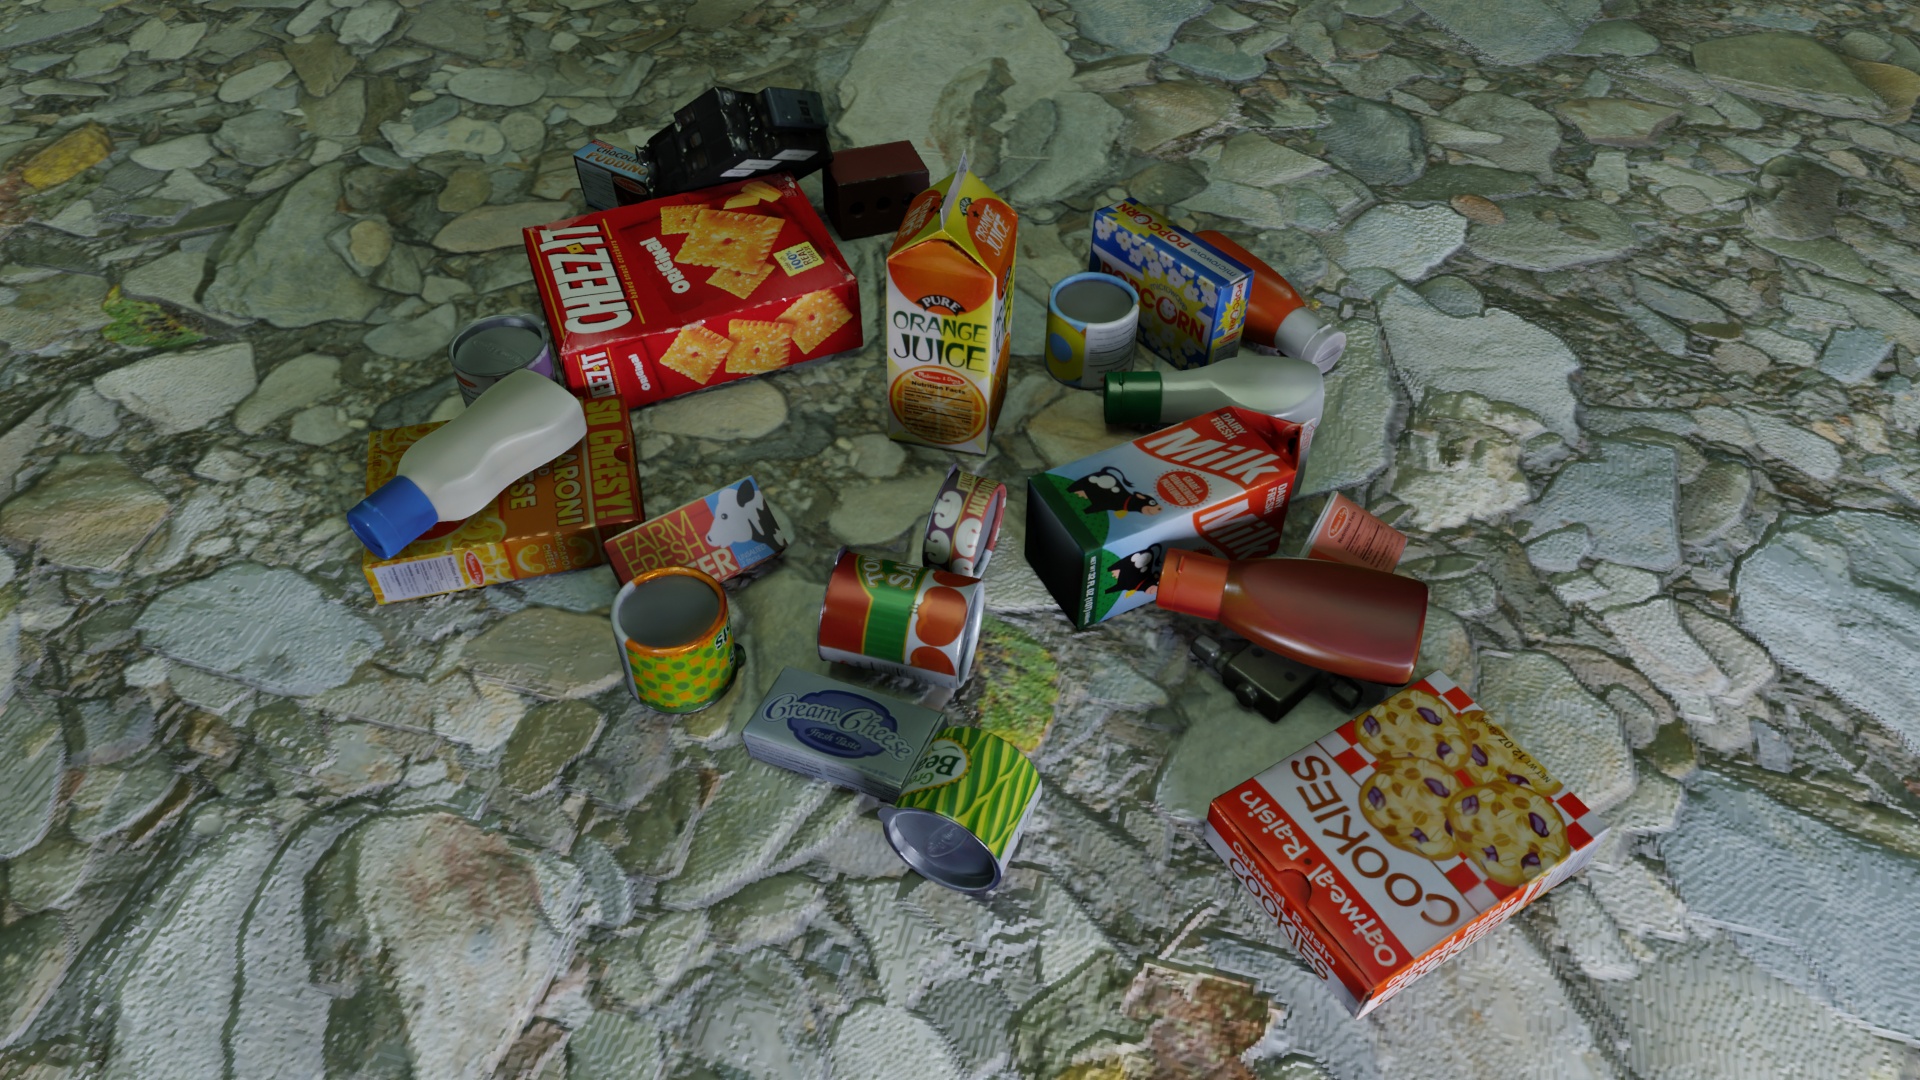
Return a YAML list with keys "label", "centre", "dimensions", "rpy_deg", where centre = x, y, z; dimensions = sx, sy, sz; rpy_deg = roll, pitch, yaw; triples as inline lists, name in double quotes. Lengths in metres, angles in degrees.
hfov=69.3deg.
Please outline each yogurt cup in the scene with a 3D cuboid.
- label: "yogurt cup"
  centre: [0.236, 0.010, 0.848]
  dimensions: [0.054, 0.072, 0.073]
  rpy_deg: [27, 52, 12]

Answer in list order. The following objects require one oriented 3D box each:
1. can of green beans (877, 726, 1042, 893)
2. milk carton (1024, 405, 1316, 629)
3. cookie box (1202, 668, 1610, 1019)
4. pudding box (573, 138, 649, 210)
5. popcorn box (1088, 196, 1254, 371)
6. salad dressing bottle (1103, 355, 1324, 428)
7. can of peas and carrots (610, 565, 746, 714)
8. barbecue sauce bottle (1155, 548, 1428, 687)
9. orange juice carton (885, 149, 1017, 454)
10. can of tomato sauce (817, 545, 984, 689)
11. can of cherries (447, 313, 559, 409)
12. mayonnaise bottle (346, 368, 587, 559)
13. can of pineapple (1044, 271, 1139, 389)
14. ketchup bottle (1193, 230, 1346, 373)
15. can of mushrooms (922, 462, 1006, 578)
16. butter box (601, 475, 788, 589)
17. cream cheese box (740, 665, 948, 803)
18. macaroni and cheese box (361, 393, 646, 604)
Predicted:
- label: "can of green beans"
  centre: [0.002, 0.139, 0.720]
  dimensions: [0.071, 0.071, 0.058]
  rpy_deg: [19, 49, 16]
- label: "milk carton"
  centre: [0.140, -0.023, 0.871]
  dimensions: [0.191, 0.072, 0.074]
  rpy_deg: [-20, 50, -19]
- label: "cookie box"
  centre: [0.231, 0.152, 0.728]
  dimensions: [0.168, 0.040, 0.123]
  rpy_deg: [-24, 51, -22]
- label: "pudding box"
  centre: [-0.272, -0.289, 1.133]
  dimensions: [0.084, 0.049, 0.030]
  rpy_deg: [26, 53, 23]
- label: "popcorn box"
  centre: [0.150, -0.184, 1.014]
  dimensions: [0.038, 0.084, 0.127]
  rpy_deg: [-30, 53, -27]
- label: "salad dressing bottle"
  centre: [0.174, -0.100, 0.965]
  dimensions: [0.148, 0.043, 0.064]
  rpy_deg: [0, 48, 1]
- label: "can of peas and carrots"
  centre: [-0.162, 0.056, 0.801]
  dimensions: [0.071, 0.058, 0.071]
  rpy_deg: [0, 47, 0]
- label: "barbecue sauce bottle"
  centre: [0.189, 0.038, 0.803]
  dimensions: [0.148, 0.043, 0.065]
  rpy_deg: [13, 59, 13]
- label: "orange juice carton"
  centre: [-0.006, -0.154, 0.911]
  dimensions: [0.073, 0.191, 0.072]
  rpy_deg: [10, 47, 8]
- label: "can of tomato sauce"
  centre: [-0.033, 0.044, 0.807]
  dimensions: [0.083, 0.070, 0.071]
  rpy_deg: [11, 48, 9]
- label: "can of cherries"
  centre: [-0.311, -0.115, 0.962]
  dimensions: [0.071, 0.058, 0.072]
  rpy_deg: [0, 46, 0]
- label: "mayonnaise bottle"
  centre: [-0.304, -0.047, 0.854]
  dimensions: [0.065, 0.041, 0.149]
  rpy_deg: [28, 55, 25]
- label: "can of pineapple"
  centre: [0.093, -0.153, 1.003]
  dimensions: [0.071, 0.057, 0.071]
  rpy_deg: [0, 47, 0]
- label: "ketchup bottle"
  centre: [0.220, -0.178, 1.038]
  dimensions: [0.065, 0.043, 0.149]
  rpy_deg: [-30, 54, -24]
- label: "can of mushrooms"
  centre: [0.003, -0.011, 0.859]
  dimensions: [0.033, 0.070, 0.071]
  rpy_deg: [17, 49, 12]
- label: "butter box"
  centre: [-0.164, 0.004, 0.858]
  dimensions: [0.104, 0.024, 0.053]
  rpy_deg: [-27, 87, -24]
- label: "cream cheese box"
  centre: [-0.064, 0.108, 0.771]
  dimensions: [0.104, 0.024, 0.054]
  rpy_deg: [14, 48, 20]
- label: "macaroni and cheese box"
  centre: [-0.292, -0.030, 0.894]
  dimensions: [0.167, 0.040, 0.124]
  rpy_deg: [-11, 48, -10]
